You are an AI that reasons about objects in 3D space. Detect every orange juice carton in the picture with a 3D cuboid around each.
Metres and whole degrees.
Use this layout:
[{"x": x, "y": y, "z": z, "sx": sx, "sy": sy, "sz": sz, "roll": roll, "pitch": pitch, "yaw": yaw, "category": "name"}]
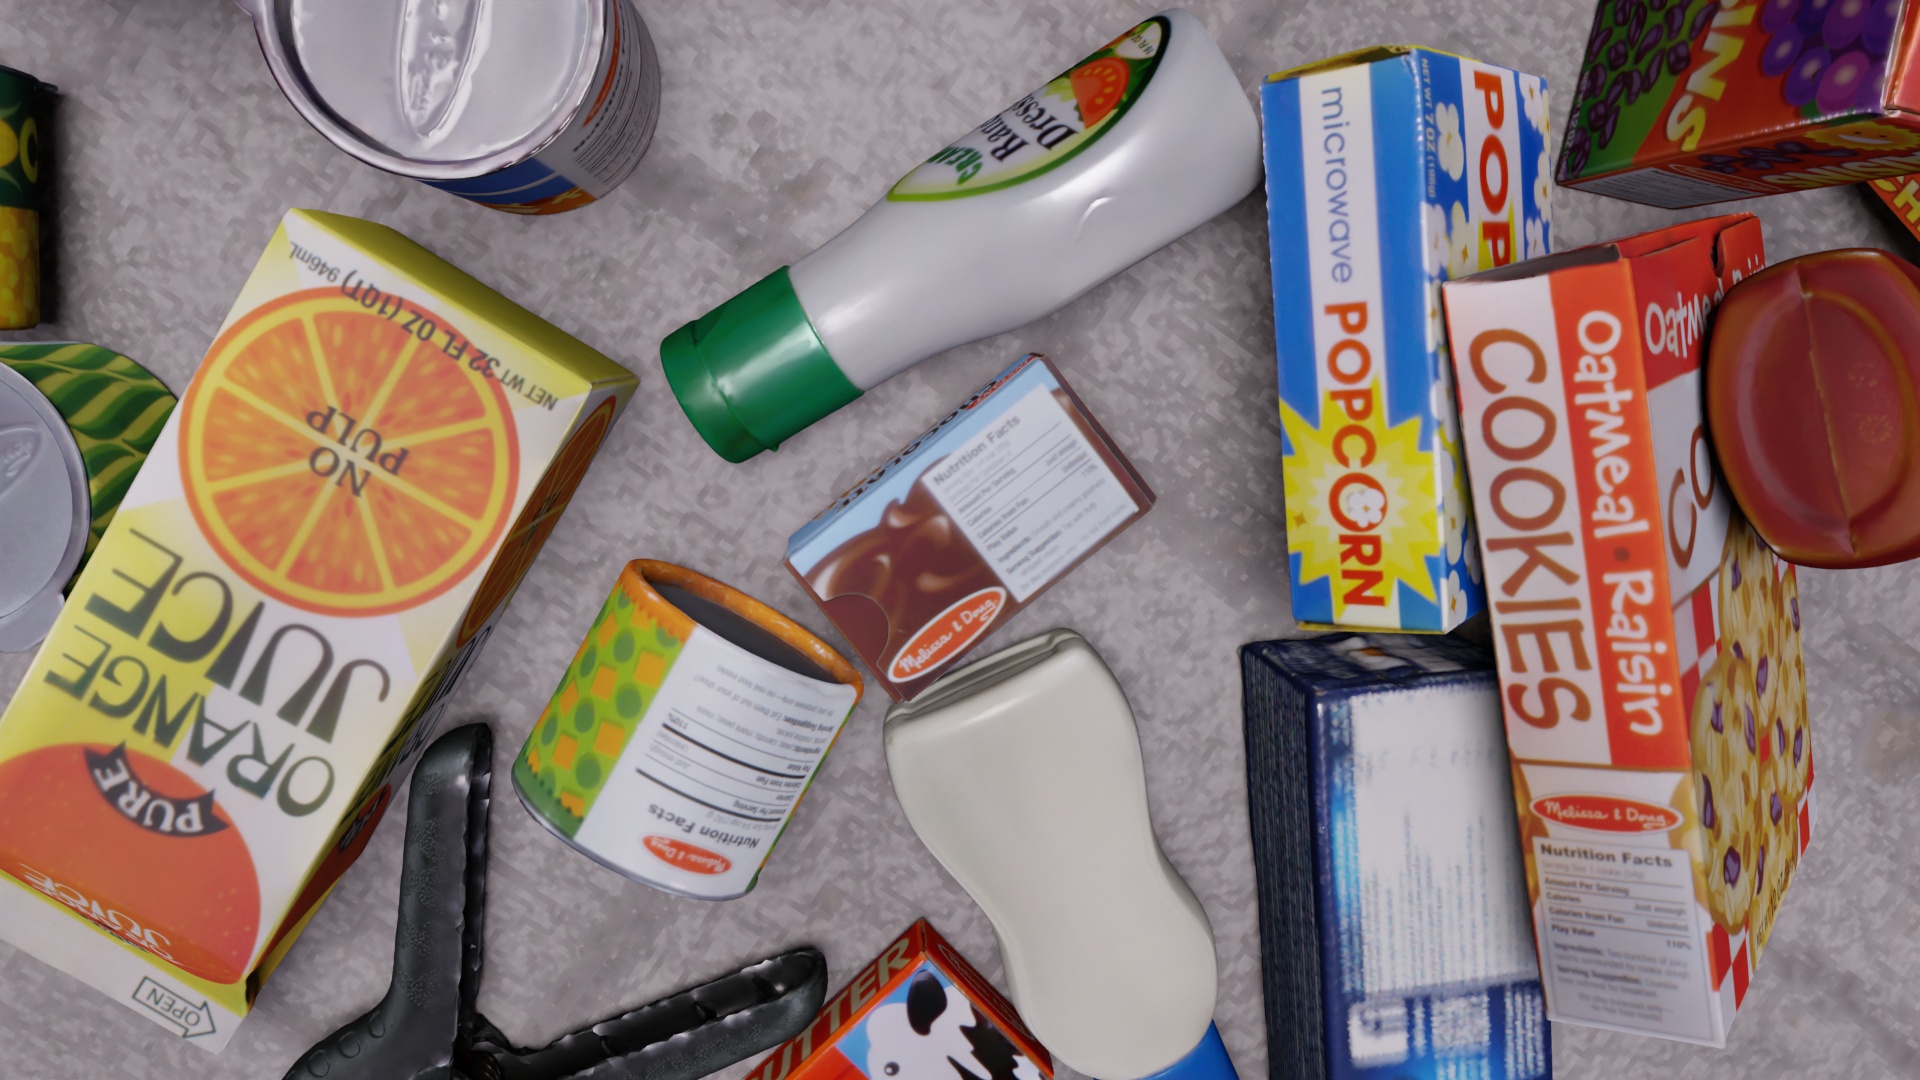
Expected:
[{"x": -0.158, "y": 0.026, "z": 0.324, "sx": 0.072, "sy": 0.073, "sz": 0.192, "roll": 31, "pitch": 94, "yaw": -8, "category": "orange juice carton"}]

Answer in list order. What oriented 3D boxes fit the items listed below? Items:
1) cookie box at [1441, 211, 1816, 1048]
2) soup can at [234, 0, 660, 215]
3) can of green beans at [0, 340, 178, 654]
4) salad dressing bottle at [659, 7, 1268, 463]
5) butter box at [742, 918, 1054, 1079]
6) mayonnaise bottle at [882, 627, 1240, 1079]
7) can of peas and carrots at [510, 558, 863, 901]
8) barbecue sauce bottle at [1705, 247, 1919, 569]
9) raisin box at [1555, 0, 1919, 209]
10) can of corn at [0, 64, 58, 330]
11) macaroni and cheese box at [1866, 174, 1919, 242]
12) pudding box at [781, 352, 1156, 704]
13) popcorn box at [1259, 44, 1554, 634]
[{"x": 0.166, "y": 0.011, "z": 0.330, "sx": 0.040, "sy": 0.123, "sz": 0.167, "roll": -4, "pitch": 101, "yaw": 41, "category": "cookie box"}, {"x": -0.107, "y": -0.109, "z": 0.305, "sx": 0.071, "sy": 0.084, "sz": 0.071, "roll": -1, "pitch": 98, "yaw": -5, "category": "soup can"}, {"x": -0.221, "y": -0.013, "z": 0.321, "sx": 0.071, "sy": 0.058, "sz": 0.071, "roll": -1, "pitch": 98, "yaw": -5, "category": "can of green beans"}, {"x": -0.001, "y": -0.069, "z": 0.334, "sx": 0.147, "sy": 0.064, "sz": 0.044, "roll": -30, "pitch": 122, "yaw": 7, "category": "salad dressing bottle"}, {"x": -0.030, "y": 0.158, "z": 0.378, "sx": 0.103, "sy": 0.024, "sz": 0.053, "roll": -42, "pitch": 100, "yaw": 2, "category": "butter box"}, {"x": 0.035, "y": 0.101, "z": 0.368, "sx": 0.065, "sy": 0.041, "sz": 0.148, "roll": -24, "pitch": 100, "yaw": 0, "category": "mayonnaise bottle"}, {"x": -0.067, "y": 0.044, "z": 0.340, "sx": 0.071, "sy": 0.071, "sz": 0.058, "roll": 29, "pitch": 94, "yaw": -8, "category": "can of peas and carrots"}, {"x": 0.217, "y": -0.030, "z": 0.322, "sx": 0.149, "sy": 0.043, "sz": 0.065, "roll": -5, "pitch": 85, "yaw": -47, "category": "barbecue sauce bottle"}, {"x": 0.189, "y": -0.124, "z": 0.309, "sx": 0.040, "sy": 0.123, "sz": 0.086, "roll": 12, "pitch": 97, "yaw": -7, "category": "raisin box"}, {"x": -0.241, "y": -0.078, "z": 0.309, "sx": 0.071, "sy": 0.071, "sz": 0.058, "roll": 4, "pitch": 98, "yaw": -5, "category": "can of corn"}, {"x": 0.315, "y": -0.119, "z": 0.337, "sx": 0.166, "sy": 0.040, "sz": 0.124, "roll": -28, "pitch": 70, "yaw": -1, "category": "macaroni and cheese box"}, {"x": 0.001, "y": -0.004, "z": 0.356, "sx": 0.084, "sy": 0.030, "sz": 0.049, "roll": -39, "pitch": 100, "yaw": 1, "category": "pudding box"}, {"x": 0.111, "y": -0.048, "z": 0.332, "sx": 0.038, "sy": 0.085, "sz": 0.126, "roll": 1, "pitch": 101, "yaw": 39, "category": "popcorn box"}]
